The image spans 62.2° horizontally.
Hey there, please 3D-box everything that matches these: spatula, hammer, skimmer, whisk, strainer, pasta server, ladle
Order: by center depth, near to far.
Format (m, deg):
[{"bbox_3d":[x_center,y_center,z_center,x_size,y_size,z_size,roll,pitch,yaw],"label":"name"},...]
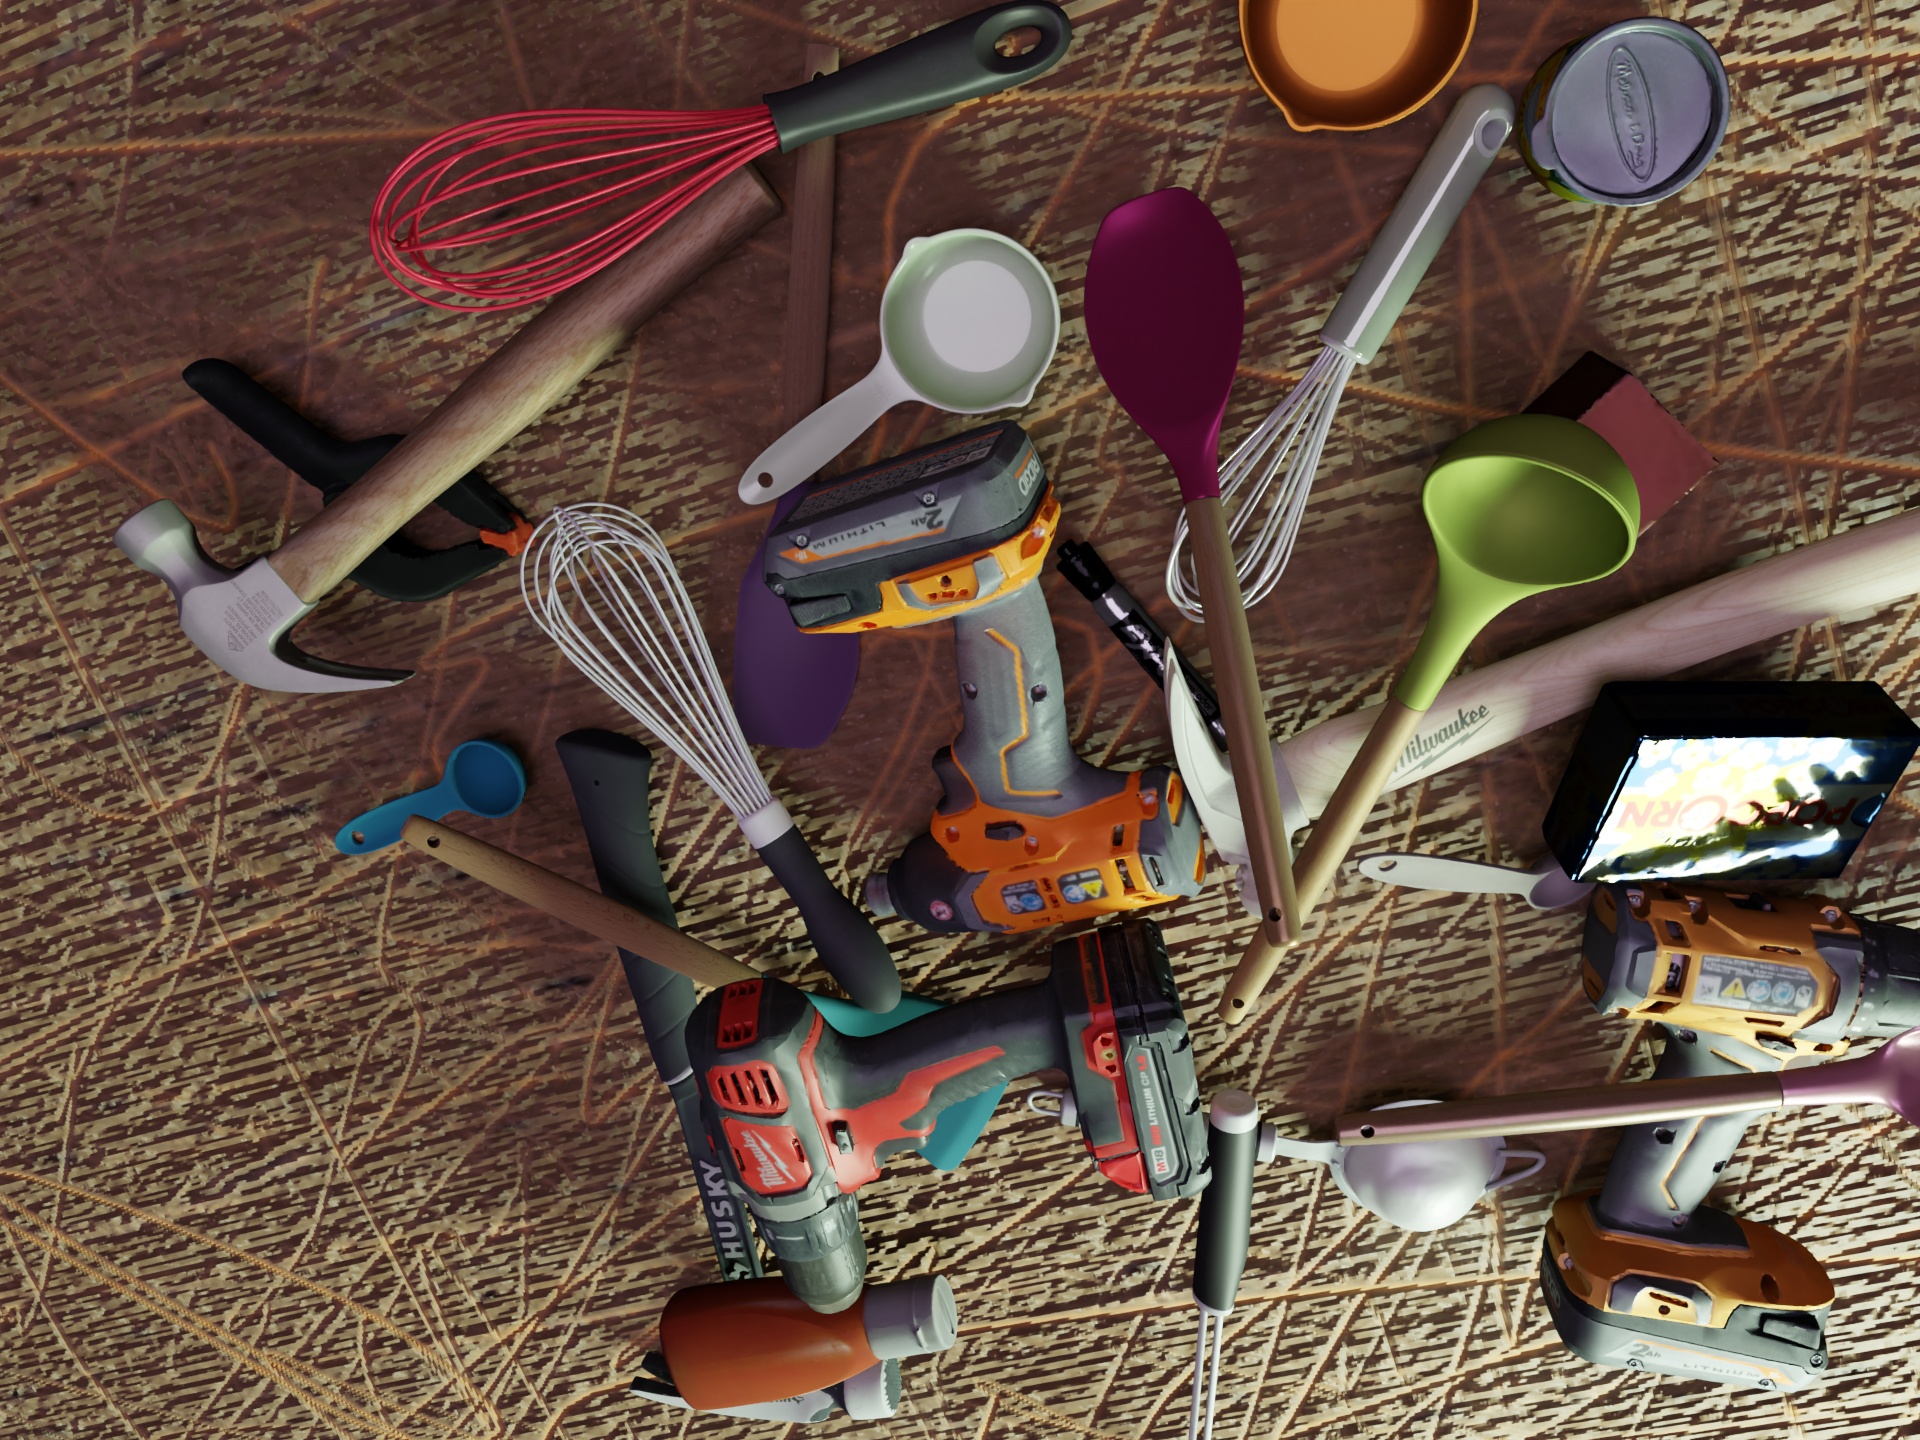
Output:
[{"bbox_3d":[-0.094,-0.234,0.639,0.296,0.073,0.073,-20,106,-4],"label":"whisk"},{"bbox_3d":[0.172,0.018,0.655,0.078,0.062,0.320,26,122,7],"label":"ladle"},{"bbox_3d":[0.156,-0.149,0.667,0.057,0.059,0.246,17,111,-37],"label":"whisk"},{"bbox_3d":[0.290,-0.040,0.672,0.410,0.038,0.146,-21,120,13],"label":"hammer"},{"bbox_3d":[0.320,0.161,0.676,0.316,0.040,0.060,-8,86,10],"label":"pasta server"},{"bbox_3d":[-0.213,-0.132,0.705,0.331,0.031,0.130,-38,100,9],"label":"hammer"},{"bbox_3d":[-0.069,-0.134,0.717,0.060,0.018,0.315,5,111,0],"label":"spatula"},{"bbox_3d":[-0.109,0.021,0.746,0.070,0.070,0.284,-30,100,17],"label":"whisk"},{"bbox_3d":[-0.119,0.120,0.768,0.317,0.044,0.082,29,90,-20],"label":"spatula"},{"bbox_3d":[0.160,0.214,0.792,0.258,0.050,0.086,8,124,9],"label":"strainer"},{"bbox_3d":[0.106,0.354,0.803,0.127,0.090,0.363,23,122,39],"label":"skimmer"},{"bbox_3d":[-0.144,0.197,0.833,0.149,0.036,0.408,-8,107,12],"label":"hammer"}]

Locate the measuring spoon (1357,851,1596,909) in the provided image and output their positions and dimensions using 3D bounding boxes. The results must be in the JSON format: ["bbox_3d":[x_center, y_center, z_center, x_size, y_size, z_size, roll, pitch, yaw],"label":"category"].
[{"bbox_3d":[0.232,0.065,0.720,0.124,0.018,0.034,7,134,-18],"label":"measuring spoon"}]

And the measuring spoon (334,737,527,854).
[{"bbox_3d":[-0.269,0.041,0.811,0.128,0.021,0.042,-22,105,24],"label":"measuring spoon"}]

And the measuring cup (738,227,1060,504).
[{"bbox_3d":[-0.030,-0.148,0.696,0.167,0.038,0.083,-34,101,19],"label":"measuring cup"}]

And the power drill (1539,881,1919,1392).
[{"bbox_3d":[0.372,0.188,0.731,0.185,0.084,0.226,6,105,6],"label":"power drill"}]

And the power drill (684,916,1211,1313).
[{"bbox_3d":[-0.002,0.192,0.748,0.226,0.080,0.187,-11,119,3],"label":"power drill"}]

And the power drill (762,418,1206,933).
[{"bbox_3d":[-0.001,-0.002,0.712,0.164,0.084,0.226,-15,113,21],"label":"power drill"}]

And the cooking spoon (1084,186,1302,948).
[{"bbox_3d":[0.104,-0.065,0.656,0.069,0.017,0.319,-12,83,24],"label":"cooking spoon"}]

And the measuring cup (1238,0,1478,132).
[{"bbox_3d":[0.114,-0.293,0.618,0.173,0.052,0.095,26,111,1],"label":"measuring cup"}]
